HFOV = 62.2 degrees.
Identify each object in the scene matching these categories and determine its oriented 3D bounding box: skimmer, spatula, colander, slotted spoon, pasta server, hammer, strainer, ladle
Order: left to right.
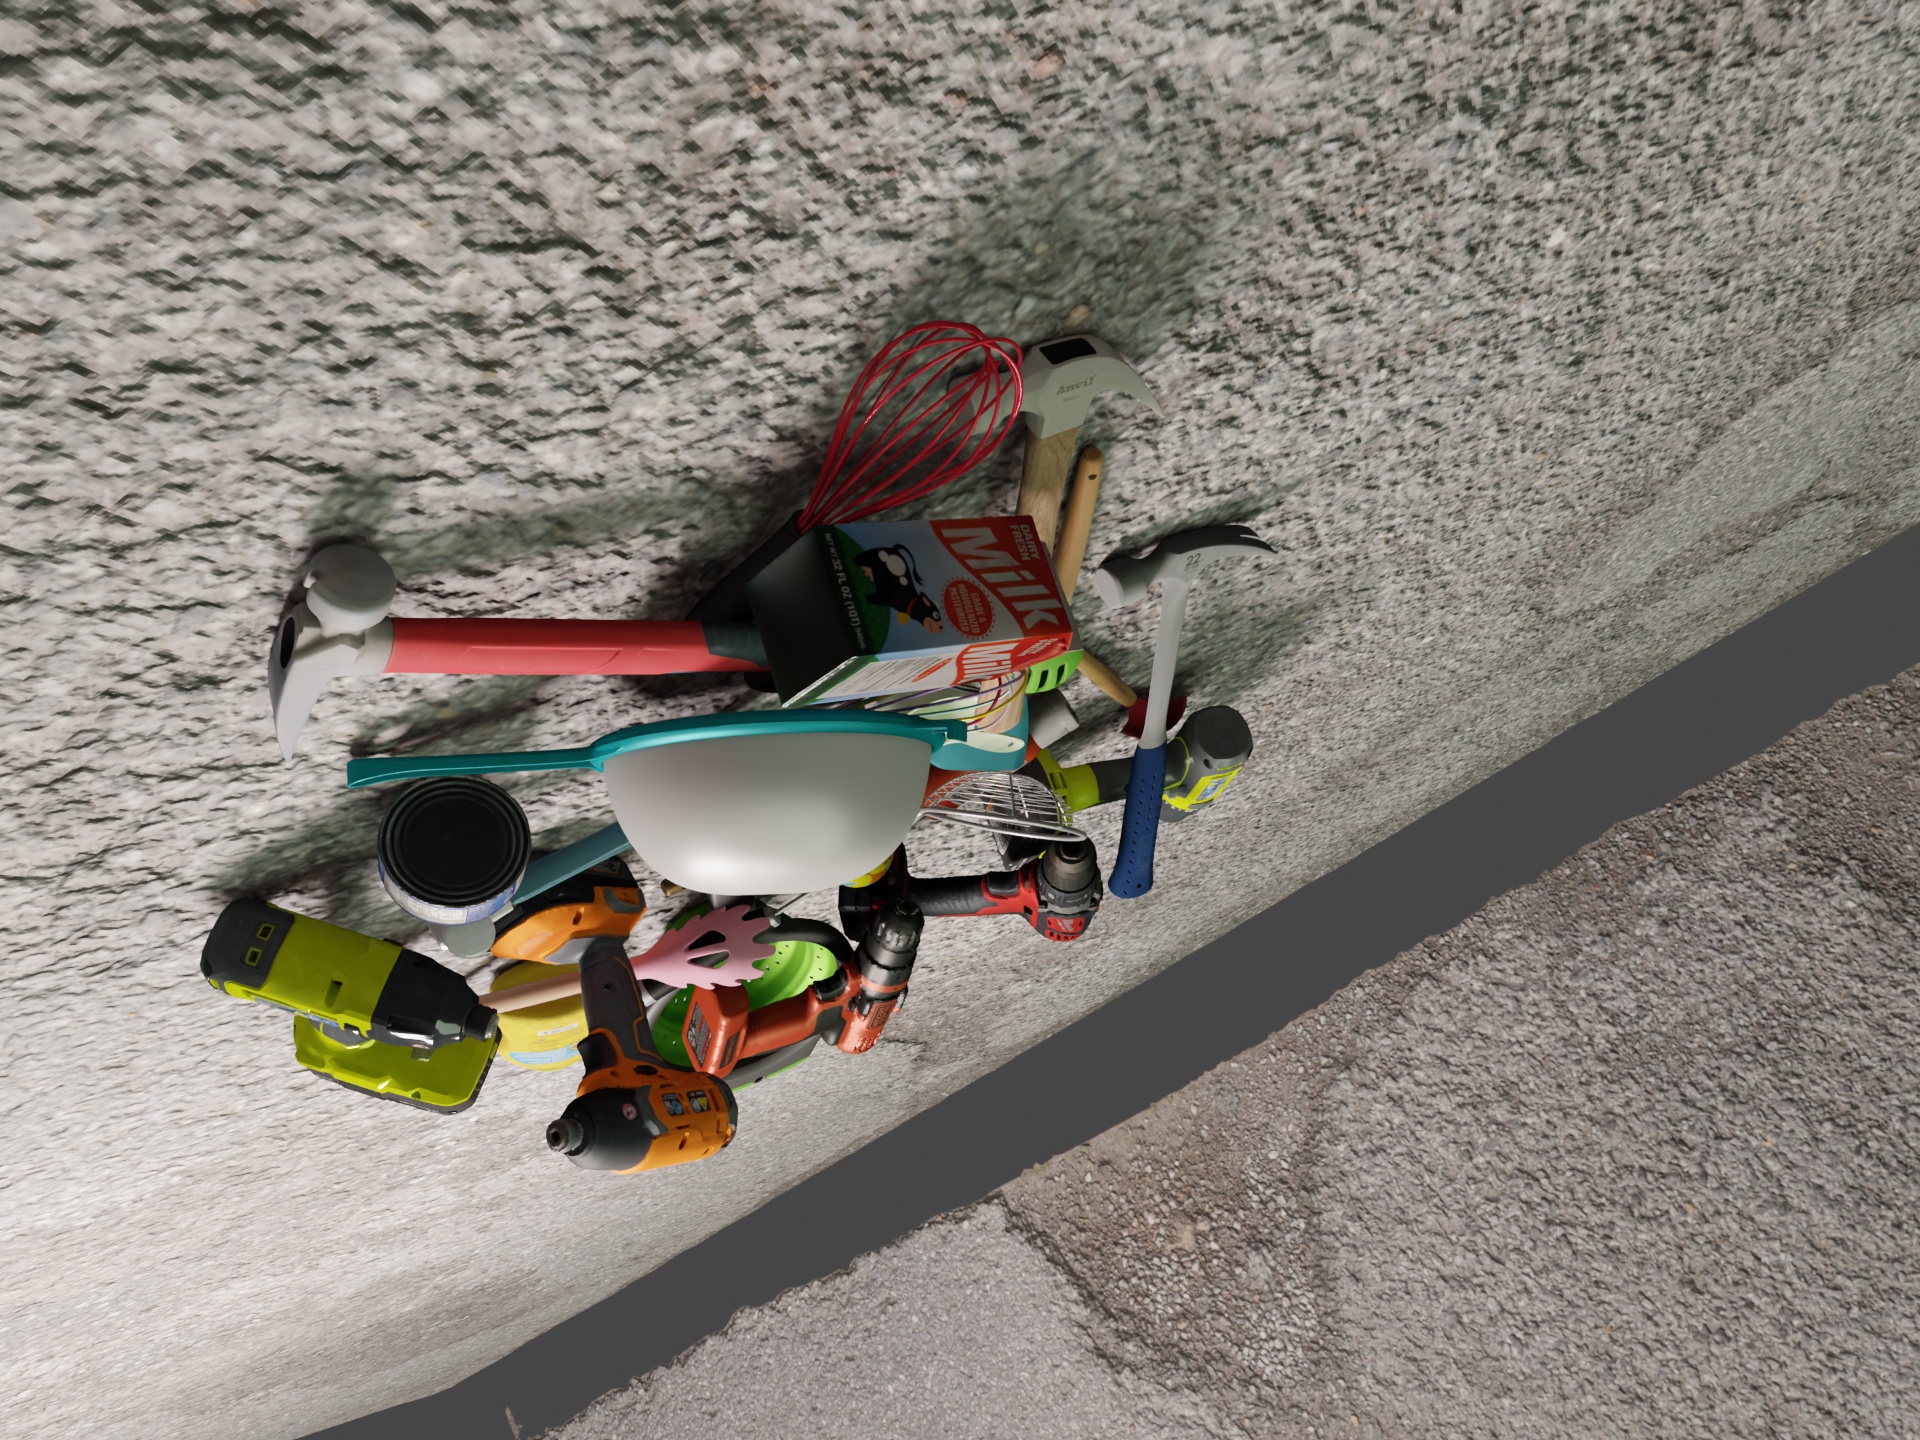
[{"bbox_3d":[-0.291,0.201,1.224,0.316,0.060,0.040,-16,172,18],"label":"pasta server"},{"bbox_3d":[-0.158,-0.031,0.846,0.386,0.038,0.143,-1,150,-36],"label":"hammer"},{"bbox_3d":[-0.171,0.058,0.918,0.340,0.095,0.211,-2,171,-19],"label":"strainer"},{"bbox_3d":[-0.197,0.063,1.059,0.331,0.033,0.128,-27,-166,-25],"label":"hammer"},{"bbox_3d":[-0.197,0.164,1.318,0.204,0.095,0.396,-19,141,-19],"label":"colander"},{"bbox_3d":[-0.083,0.061,1.207,0.317,0.044,0.082,-28,139,-28],"label":"spatula"},{"bbox_3d":[-0.080,0.144,1.223,0.363,0.090,0.127,-31,169,1],"label":"skimmer"},{"bbox_3d":[0.043,-0.099,0.969,0.130,0.031,0.331,-22,150,-20],"label":"hammer"},{"bbox_3d":[0.068,-0.092,1.103,0.070,0.031,0.313,-9,155,-9],"label":"slotted spoon"},{"bbox_3d":[0.138,-0.026,1.366,0.069,0.031,0.315,-32,159,13],"label":"ladle"},{"bbox_3d":[0.163,0.007,1.293,0.144,0.035,0.405,-22,141,-20],"label":"hammer"}]

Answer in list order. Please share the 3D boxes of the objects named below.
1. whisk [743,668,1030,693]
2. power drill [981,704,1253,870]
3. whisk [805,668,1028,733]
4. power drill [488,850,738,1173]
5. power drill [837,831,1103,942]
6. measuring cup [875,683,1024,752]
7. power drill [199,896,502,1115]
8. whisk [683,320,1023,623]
[{"bbox_3d":[-0.042,-0.038,1.068,0.239,0.055,0.055,-6,151,-38],"label":"whisk"},{"bbox_3d":[0.142,0.067,1.469,0.228,0.080,0.190,-13,159,-15],"label":"power drill"},{"bbox_3d":[-0.071,-0.001,1.013,0.245,0.047,0.051,-13,156,23],"label":"whisk"},{"bbox_3d":[-0.255,0.205,1.101,0.084,0.227,0.164,-35,159,18],"label":"power drill"},{"bbox_3d":[0.011,0.137,1.368,0.226,0.080,0.187,2,156,1],"label":"power drill"},{"bbox_3d":[-0.002,-0.004,1.191,0.083,0.038,0.167,-35,155,22],"label":"measuring cup"},{"bbox_3d":[-0.373,0.190,1.029,0.171,0.080,0.223,18,156,-1],"label":"power drill"},{"bbox_3d":[-0.069,-0.111,0.832,0.073,0.073,0.296,-8,159,-45],"label":"whisk"}]
